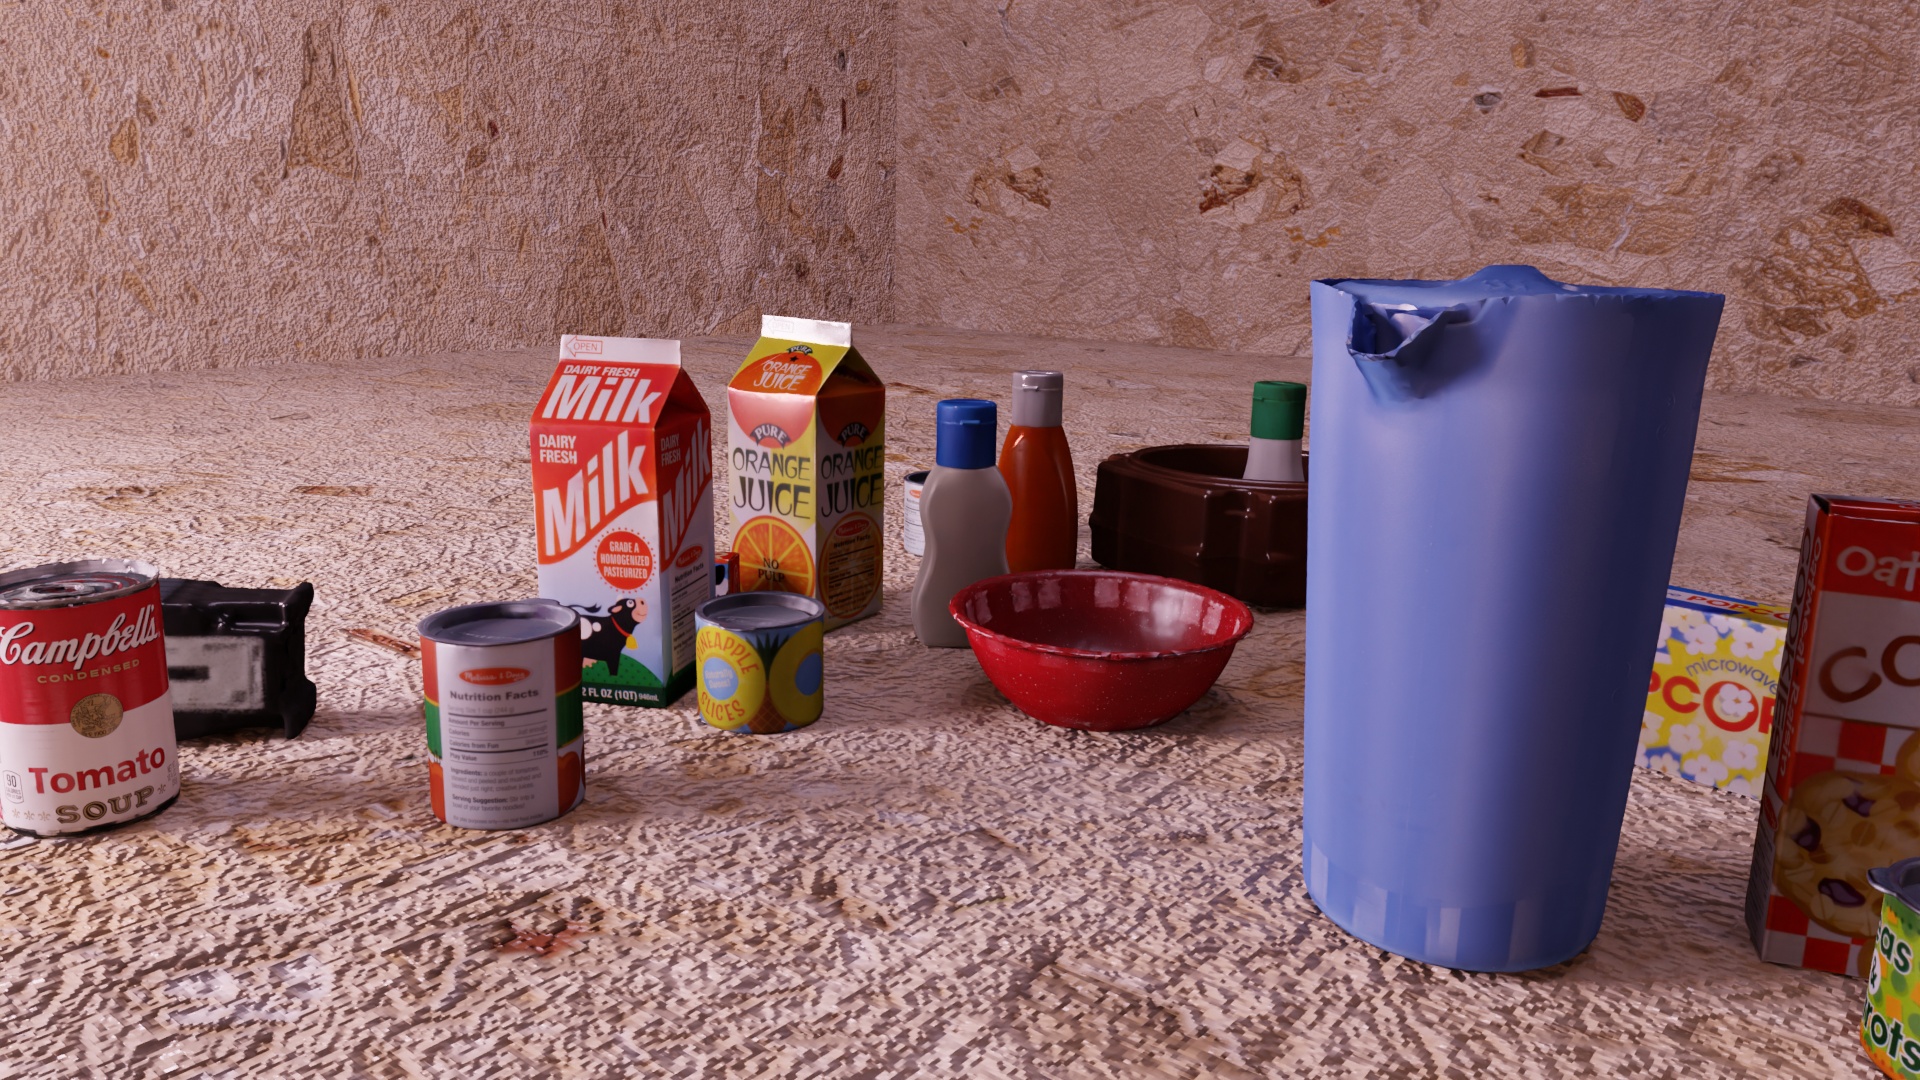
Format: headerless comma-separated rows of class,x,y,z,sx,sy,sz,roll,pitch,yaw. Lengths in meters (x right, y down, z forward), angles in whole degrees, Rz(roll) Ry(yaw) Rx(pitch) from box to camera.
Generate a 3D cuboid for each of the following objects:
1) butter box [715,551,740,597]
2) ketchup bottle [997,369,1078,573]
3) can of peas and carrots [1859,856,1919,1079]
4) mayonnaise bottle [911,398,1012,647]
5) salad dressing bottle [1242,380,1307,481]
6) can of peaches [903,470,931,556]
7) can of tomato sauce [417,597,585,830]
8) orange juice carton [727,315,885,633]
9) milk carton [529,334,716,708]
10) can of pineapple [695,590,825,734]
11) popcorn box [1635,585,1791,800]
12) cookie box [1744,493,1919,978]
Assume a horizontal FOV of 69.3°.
butter box,-0.187,0.033,0.849,0.103,0.053,0.024,2,13,5
ketchup bottle,0.054,-0.048,1.006,0.065,0.148,0.044,6,13,19
can of peas and carrots,0.316,0.138,0.427,0.071,0.058,0.071,1,13,0
mayonnaise bottle,0.003,-0.011,0.842,0.065,0.147,0.041,-1,13,-7
salad dressing bottle,0.220,-0.037,0.977,0.044,0.147,0.064,-5,14,-25
can of peaches,-0.010,-0.021,1.086,0.071,0.058,0.071,1,13,0
can of tomato sauce,-0.198,0.074,0.605,0.071,0.083,0.071,1,13,0
orange juice carton,-0.097,-0.044,0.880,0.072,0.192,0.073,9,15,32
milk carton,-0.179,-0.014,0.745,0.072,0.190,0.074,4,13,13
can of pineapple,-0.104,0.062,0.717,0.071,0.057,0.071,1,13,0
popcorn box,0.356,0.070,0.664,0.038,0.085,0.127,-10,17,-41
cookie box,0.349,0.072,0.473,0.123,0.167,0.040,6,13,20
